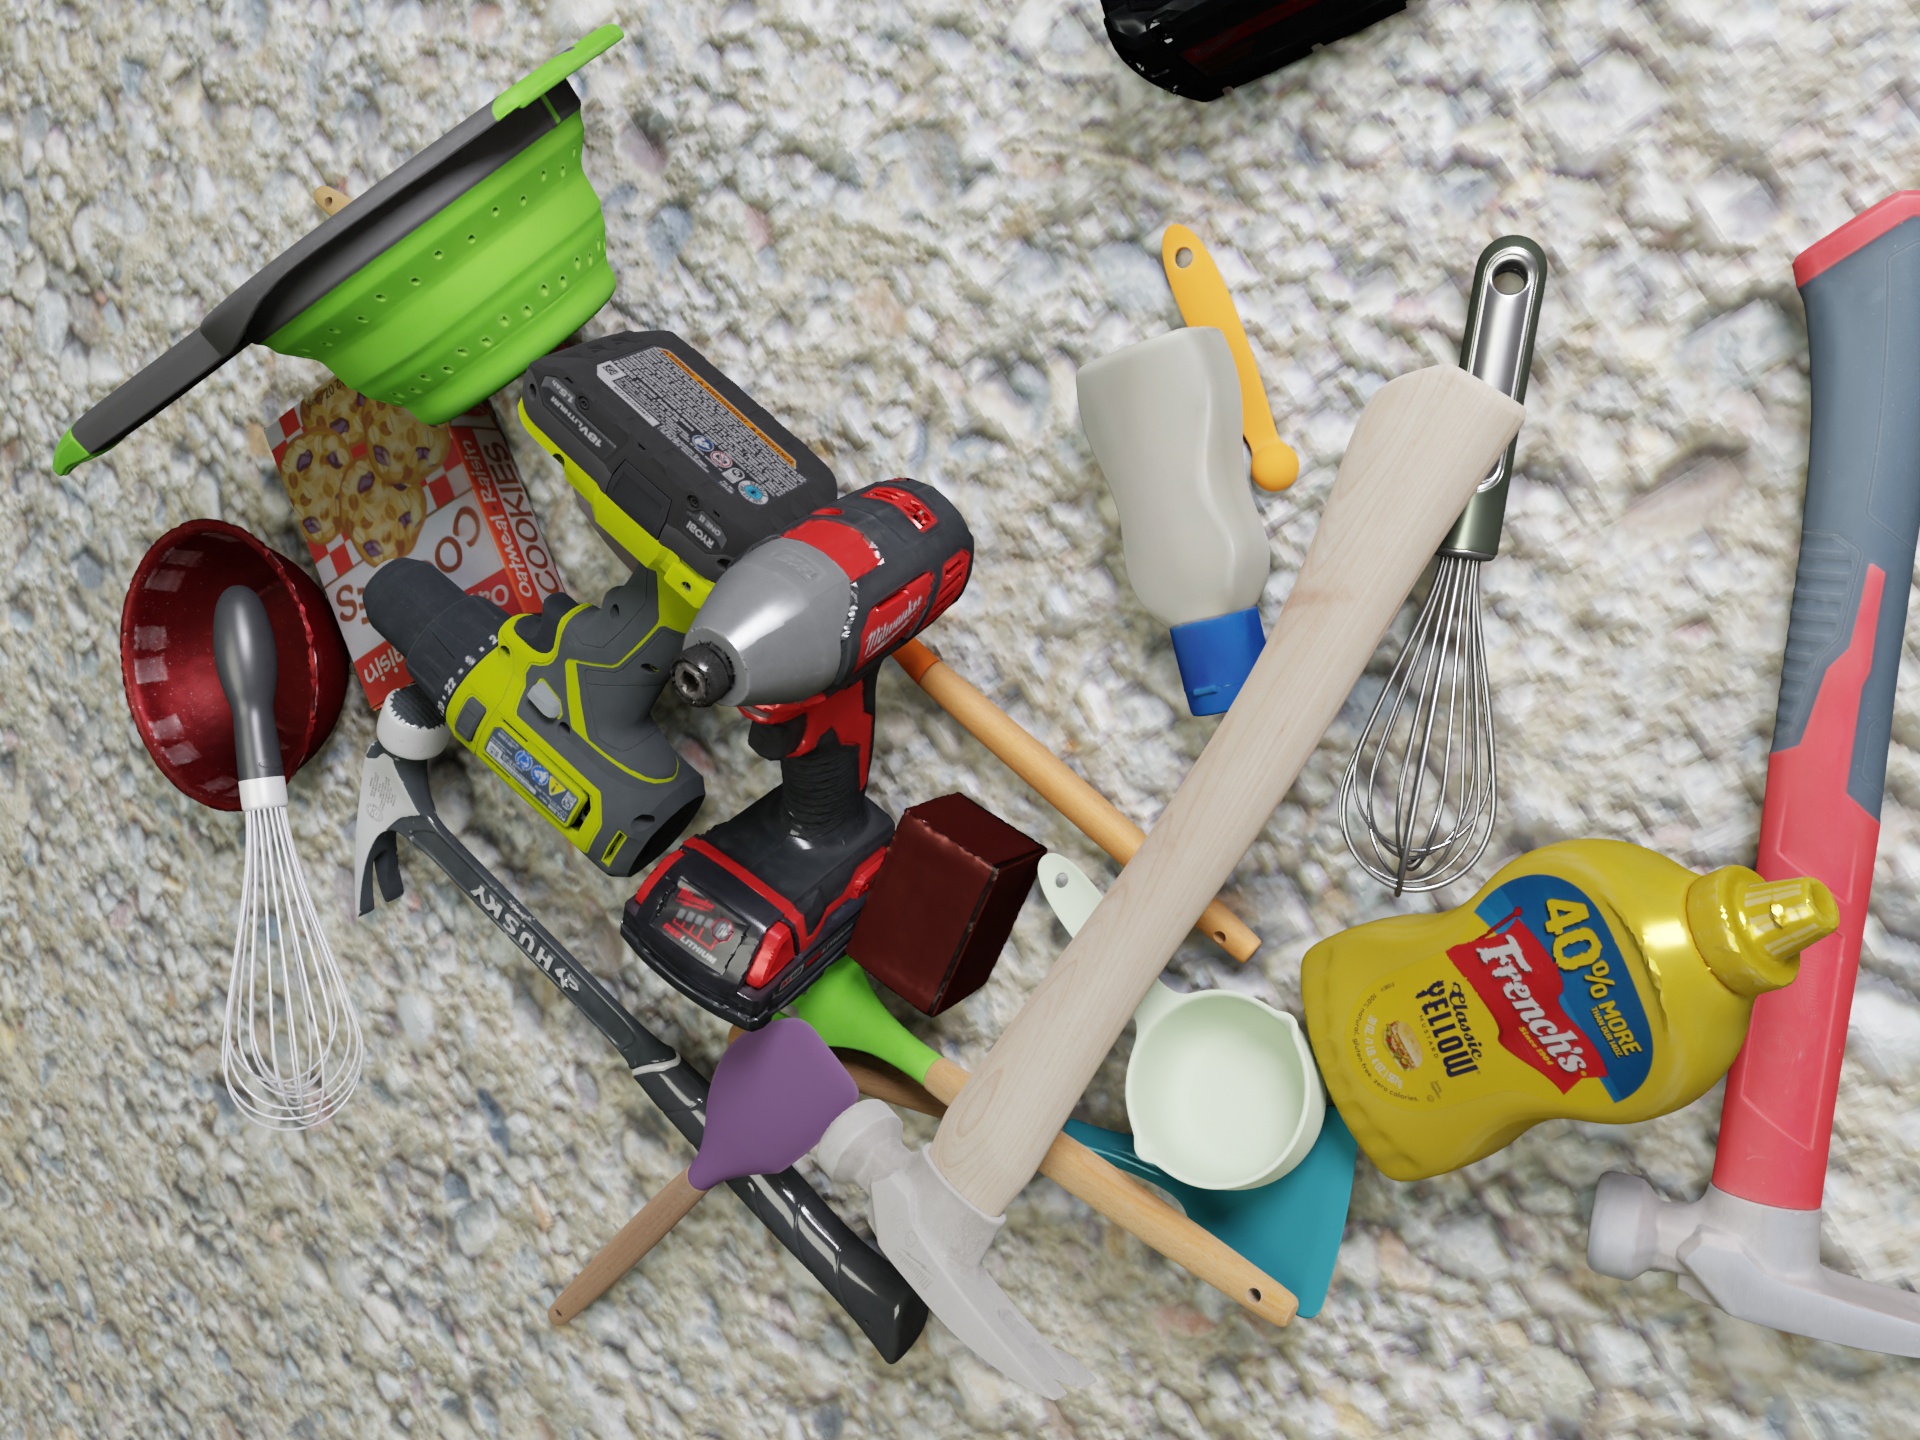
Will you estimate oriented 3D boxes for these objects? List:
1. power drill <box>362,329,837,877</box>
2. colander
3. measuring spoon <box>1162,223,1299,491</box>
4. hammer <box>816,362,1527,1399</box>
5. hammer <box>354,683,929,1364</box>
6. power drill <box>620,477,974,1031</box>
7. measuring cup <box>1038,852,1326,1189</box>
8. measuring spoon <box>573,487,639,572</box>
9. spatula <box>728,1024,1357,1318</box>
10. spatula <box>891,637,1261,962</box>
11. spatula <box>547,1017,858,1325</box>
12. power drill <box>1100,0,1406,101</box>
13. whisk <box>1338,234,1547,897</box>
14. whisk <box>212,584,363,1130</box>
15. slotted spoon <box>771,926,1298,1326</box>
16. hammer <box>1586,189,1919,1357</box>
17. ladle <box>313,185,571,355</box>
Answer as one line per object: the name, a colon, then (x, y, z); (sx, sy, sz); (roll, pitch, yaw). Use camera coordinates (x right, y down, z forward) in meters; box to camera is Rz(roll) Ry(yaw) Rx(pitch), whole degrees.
power drill: (-0.171, -0.058, 0.714); (0.190, 0.080, 0.228); (42, 127, 5)
colander: (-0.289, -0.174, 0.749); (0.397, 0.205, 0.094); (-21, 119, 30)
measuring spoon: (0.105, -0.146, 0.635); (0.021, 0.011, 0.117); (-24, 85, 28)
hammer: (0.088, 0.061, 0.597); (0.146, 0.038, 0.410); (40, 109, 32)
hammer: (-0.170, 0.164, 0.804); (0.409, 0.036, 0.149); (42, 127, 14)
power drill: (-0.071, 0.016, 0.647); (0.079, 0.143, 0.219); (32, 132, 19)
measuring cup: (0.085, 0.118, 0.656); (0.083, 0.038, 0.168); (-45, 53, 10)
measuring spoon: (-0.152, -0.081, 0.784); (0.124, 0.018, 0.034); (48, 116, 21)
spatula: (0.020, 0.175, 0.708); (0.318, 0.044, 0.082); (9, 79, 28)
spatula: (-0.001, -0.002, 0.696); (0.323, 0.041, 0.081); (41, 126, 16)
spatula: (-0.140, 0.232, 0.779); (0.060, 0.018, 0.315); (49, 128, 11)
power drill: (0.070, -0.355, 0.591); (0.188, 0.080, 0.227); (-16, 87, 29)
whisk: (0.184, -0.054, 0.588); (0.058, 0.059, 0.246); (10, 97, 16)
whisk: (-0.357, 0.070, 0.827); (0.070, 0.070, 0.284); (-9, 87, 29)
slotted spoon: (0.009, 0.164, 0.689); (0.314, 0.031, 0.070); (28, 96, 32)
hammer: (0.309, 0.023, 0.536); (0.143, 0.038, 0.386); (8, 101, 26)
ladle: (-0.225, -0.196, 0.796); (0.316, 0.031, 0.069); (36, 100, 21)
